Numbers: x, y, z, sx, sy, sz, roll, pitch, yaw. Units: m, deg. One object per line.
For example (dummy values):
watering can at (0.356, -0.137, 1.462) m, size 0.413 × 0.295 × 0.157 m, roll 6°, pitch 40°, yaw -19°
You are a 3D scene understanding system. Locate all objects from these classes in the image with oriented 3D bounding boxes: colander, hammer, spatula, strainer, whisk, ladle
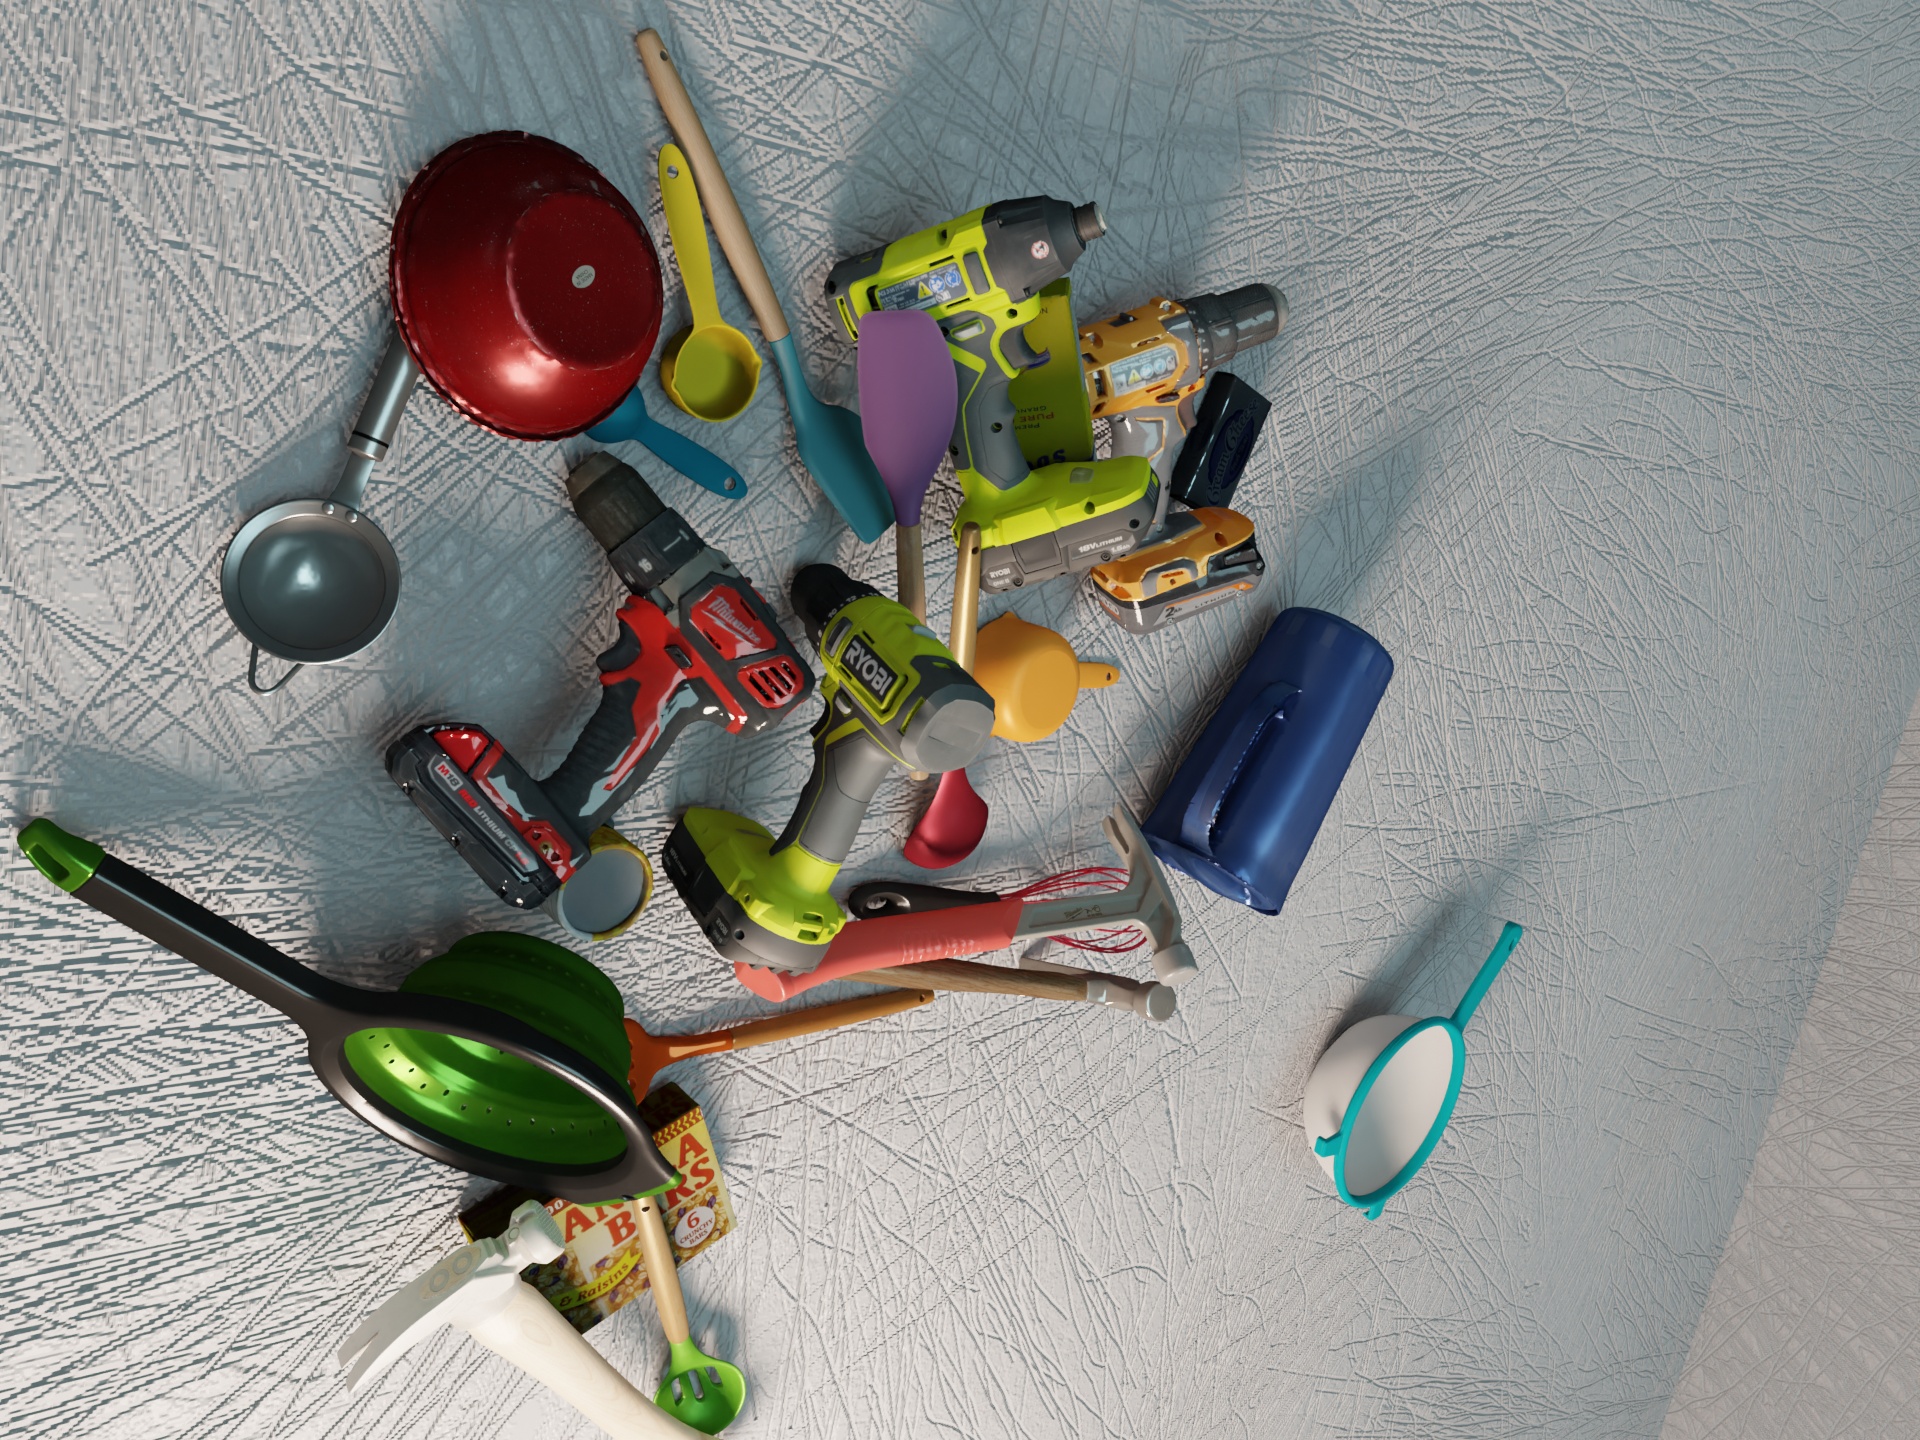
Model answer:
colander at (-0.318, 0.142, 0.893) m, size 0.396 × 0.204 × 0.095 m, roll 40°, pitch 45°, yaw -27°
hammer at (-0.246, 0.469, 1.083) m, size 0.146 × 0.038 × 0.410 m, roll -35°, pitch 133°, yaw -9°
spatula at (-0.030, -0.101, 1.005) m, size 0.060 × 0.018 × 0.315 m, roll -1°, pitch 118°, yaw 0°
hammer at (-0.005, 0.189, 1.184) m, size 0.331 × 0.130 × 0.031 m, roll 12°, pitch 83°, yaw -32°
strainer at (0.455, 0.332, 1.640) m, size 0.340 × 0.095 × 0.210 m, roll -52°, pitch 135°, yaw -14°
spatula at (-0.138, 0.221, 1.117) m, size 0.322 × 0.041 × 0.081 m, roll -4°, pitch 90°, yaw -41°
spatula at (-0.109, -0.253, 0.943) m, size 0.082 × 0.044 × 0.317 m, roll -55°, pitch 135°, yaw -36°
whisk at (0.040, 0.144, 1.232) m, size 0.295 × 0.073 × 0.073 m, roll 6°, pitch 104°, yaw -35°
ladle at (-0.002, -0.003, 1.084) m, size 0.069 × 0.031 × 0.315 m, roll -19°, pitch 137°, yaw -24°
strainer at (-0.309, -0.133, 0.824) m, size 0.086 × 0.050 × 0.258 m, roll 22°, pitch 87°, yaw -14°
hammer at (0.005, 0.142, 1.144) m, size 0.359 × 0.149 × 0.036 m, roll -3°, pitch 146°, yaw -32°

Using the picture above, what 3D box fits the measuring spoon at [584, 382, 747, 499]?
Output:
measuring spoon at (-0.170, -0.163, 0.942) m, size 0.128 × 0.021 × 0.042 m, roll 30°, pitch 87°, yaw -42°

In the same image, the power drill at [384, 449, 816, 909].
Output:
power drill at (-0.216, -0.024, 0.903) m, size 0.227 × 0.080 × 0.187 m, roll -42°, pitch 102°, yaw -17°

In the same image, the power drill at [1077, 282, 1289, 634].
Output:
power drill at (0.162, -0.196, 1.151) m, size 0.185 × 0.084 × 0.226 m, roll -22°, pitch 121°, yaw -11°

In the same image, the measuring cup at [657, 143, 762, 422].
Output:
measuring cup at (-0.157, -0.250, 0.917) m, size 0.062 × 0.029 × 0.156 m, roll -25°, pitch 118°, yaw -31°

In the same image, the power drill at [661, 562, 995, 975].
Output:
power drill at (-0.093, 0.024, 0.998) m, size 0.080 × 0.191 × 0.228 m, roll 19°, pitch 109°, yaw -44°

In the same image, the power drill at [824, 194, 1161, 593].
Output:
power drill at (0.036, -0.203, 0.986) m, size 0.080 × 0.171 × 0.223 m, roll -71°, pitch 141°, yaw -57°

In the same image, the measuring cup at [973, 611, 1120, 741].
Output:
measuring cup at (0.077, -0.029, 1.188) m, size 0.173 × 0.052 × 0.095 m, roll -1°, pitch 105°, yaw -43°

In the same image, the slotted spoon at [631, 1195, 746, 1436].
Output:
slotted spoon at (-0.199, 0.415, 1.113) m, size 0.070 × 0.031 × 0.313 m, roll -16°, pitch 133°, yaw -16°
